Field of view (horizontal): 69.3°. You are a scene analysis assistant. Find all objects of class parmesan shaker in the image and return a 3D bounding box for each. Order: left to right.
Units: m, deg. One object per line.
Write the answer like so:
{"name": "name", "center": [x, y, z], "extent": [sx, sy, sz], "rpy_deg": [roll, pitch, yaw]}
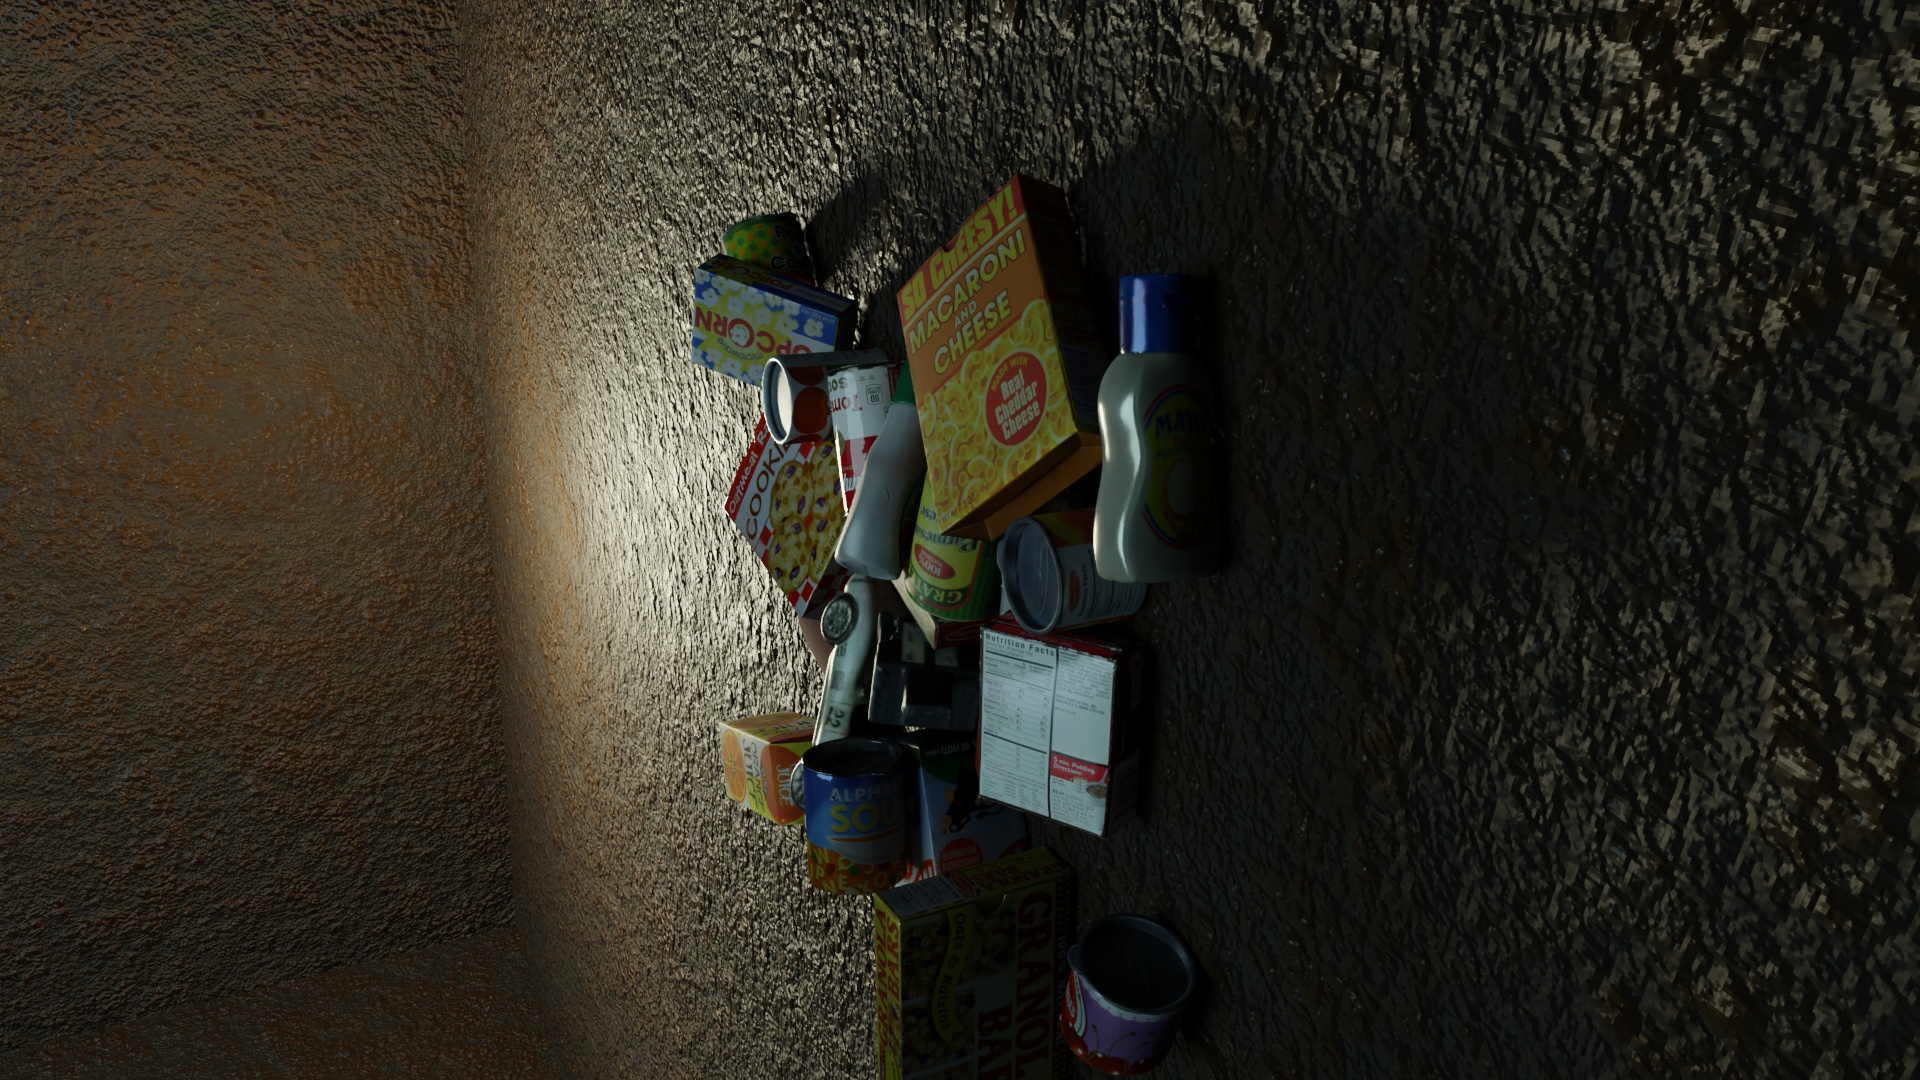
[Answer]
{"name": "parmesan shaker", "center": [0.003, -0.011, 0.868], "extent": [0.071, 0.071, 0.102], "rpy_deg": [54, 143, 43]}

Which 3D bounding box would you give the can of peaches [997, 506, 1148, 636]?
{"name": "can of peaches", "center": [0.062, 0.015, 0.769], "extent": [0.071, 0.058, 0.071], "rpy_deg": [30, 125, 58]}

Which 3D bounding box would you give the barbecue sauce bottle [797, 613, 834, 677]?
{"name": "barbecue sauce bottle", "center": [-0.104, 0.073, 1.136], "extent": [0.149, 0.044, 0.064], "rpy_deg": [51, 140, 47]}

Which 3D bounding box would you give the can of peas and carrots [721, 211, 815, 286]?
{"name": "can of peas and carrots", "center": [-0.154, -0.224, 1.129], "extent": [0.070, 0.071, 0.059], "rpy_deg": [-41, 62, 60]}

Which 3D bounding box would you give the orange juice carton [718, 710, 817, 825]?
{"name": "orange juice carton", "center": [-0.149, 0.200, 1.229], "extent": [0.192, 0.073, 0.071], "rpy_deg": [0, 97, 63]}

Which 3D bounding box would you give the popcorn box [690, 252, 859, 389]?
{"name": "popcorn box", "center": [-0.146, -0.162, 1.082], "extent": [0.127, 0.038, 0.084], "rpy_deg": [21, 126, 14]}

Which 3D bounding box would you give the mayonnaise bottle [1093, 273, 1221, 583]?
{"name": "mayonnaise bottle", "center": [0.096, -0.055, 0.680], "extent": [0.041, 0.065, 0.148], "rpy_deg": [9, 101, 59]}

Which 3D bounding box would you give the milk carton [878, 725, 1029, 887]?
{"name": "milk carton", "center": [0.001, 0.223, 0.935], "extent": [0.073, 0.072, 0.190], "rpy_deg": [-8, 90, 63]}

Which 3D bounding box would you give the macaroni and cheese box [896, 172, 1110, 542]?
{"name": "macaroni and cheese box", "center": [0.023, -0.101, 0.777], "extent": [0.123, 0.040, 0.167], "rpy_deg": [-37, 55, 44]}

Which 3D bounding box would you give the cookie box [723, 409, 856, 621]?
{"name": "cookie box", "center": [-0.120, -0.033, 1.089], "extent": [0.168, 0.040, 0.122], "rpy_deg": [48, 117, 45]}

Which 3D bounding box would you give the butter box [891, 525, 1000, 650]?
{"name": "butter box", "center": [-0.014, 0.027, 0.932], "extent": [0.104, 0.053, 0.024], "rpy_deg": [56, 146, 43]}

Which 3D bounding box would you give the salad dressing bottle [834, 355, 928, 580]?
{"name": "salad dressing bottle", "center": [-0.039, -0.050, 0.906], "extent": [0.064, 0.044, 0.148], "rpy_deg": [82, -155, -77]}

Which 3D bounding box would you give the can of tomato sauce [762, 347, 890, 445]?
{"name": "can of tomato sauce", "center": [-0.096, -0.105, 1.025], "extent": [0.071, 0.083, 0.071], "rpy_deg": [27, 121, 59]}

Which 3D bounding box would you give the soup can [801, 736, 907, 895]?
{"name": "soup can", "center": [-0.067, 0.179, 0.903], "extent": [0.071, 0.071, 0.083], "rpy_deg": [20, 115, 61]}

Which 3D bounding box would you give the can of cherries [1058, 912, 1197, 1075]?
{"name": "can of cherries", "center": [0.089, 0.250, 0.768], "extent": [0.072, 0.072, 0.058], "rpy_deg": [53, 143, 44]}

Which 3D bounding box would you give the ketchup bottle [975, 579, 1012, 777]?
{"name": "ketchup bottle", "center": [0.039, 0.085, 0.852], "extent": [0.065, 0.044, 0.148], "rpy_deg": [37, 129, 53]}

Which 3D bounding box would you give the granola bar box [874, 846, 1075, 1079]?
{"name": "granola bar box", "center": [0.010, 0.288, 0.876], "extent": [0.039, 0.124, 0.165], "rpy_deg": [28, 122, 58]}
